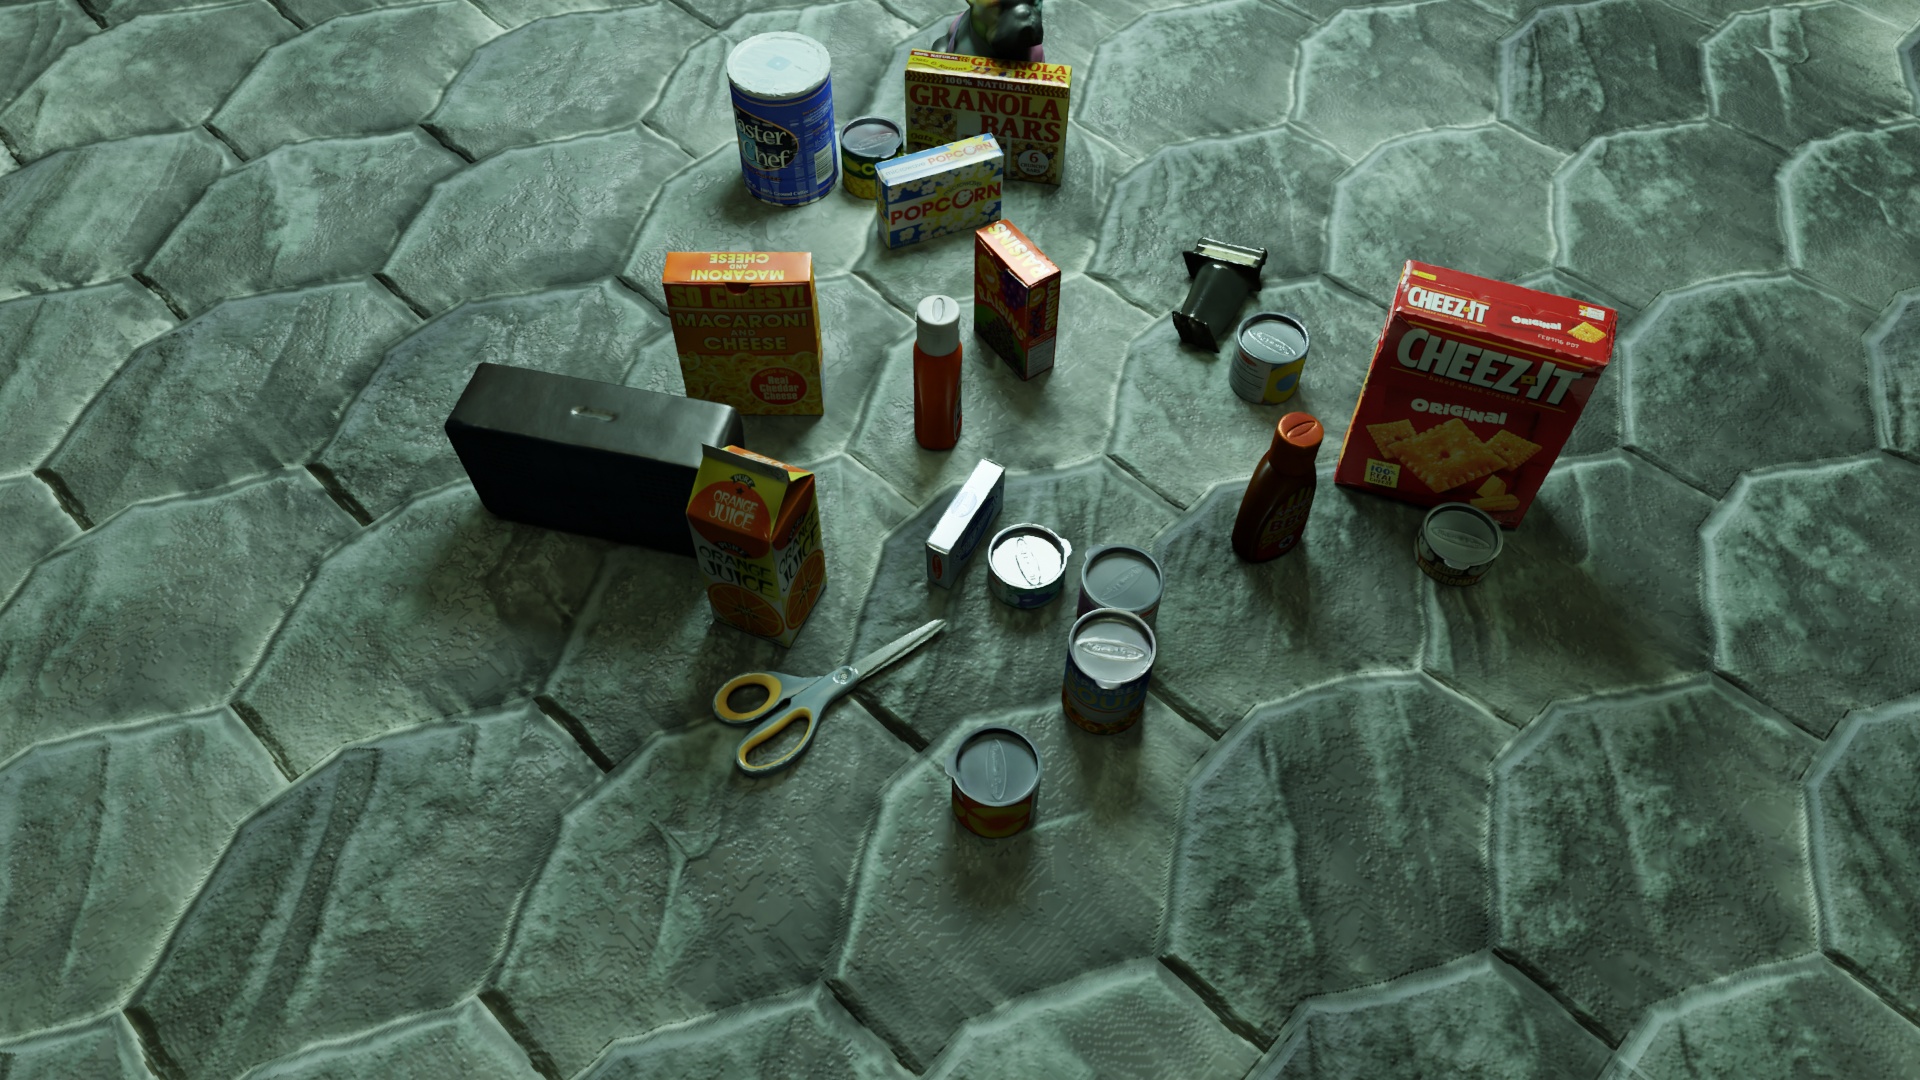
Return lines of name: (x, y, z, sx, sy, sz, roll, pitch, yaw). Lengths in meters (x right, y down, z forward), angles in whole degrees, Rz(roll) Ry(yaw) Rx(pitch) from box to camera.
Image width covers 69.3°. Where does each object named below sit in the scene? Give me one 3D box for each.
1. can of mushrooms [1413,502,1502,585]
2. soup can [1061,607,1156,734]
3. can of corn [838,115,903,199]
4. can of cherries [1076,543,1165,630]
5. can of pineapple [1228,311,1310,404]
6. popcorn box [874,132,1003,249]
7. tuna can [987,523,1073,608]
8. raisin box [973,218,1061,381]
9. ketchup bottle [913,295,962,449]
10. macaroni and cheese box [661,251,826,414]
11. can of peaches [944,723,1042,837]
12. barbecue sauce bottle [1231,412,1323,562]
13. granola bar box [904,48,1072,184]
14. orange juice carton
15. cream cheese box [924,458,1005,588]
can of mushrooms: (0.417, 0.005, 1.169, 0.071, 0.033, 0.071, 0, 54, 0)
soup can: (0.112, 0.104, 1.063, 0.071, 0.083, 0.072, 0, 54, 0)
can of corn: (-0.090, -0.395, 1.440, 0.071, 0.058, 0.071, 0, 54, 0)
can of cherries: (0.127, 0.044, 1.122, 0.071, 0.058, 0.072, 0, 54, 0)
can of pineapple: (0.285, -0.168, 1.279, 0.071, 0.057, 0.071, 0, 54, 0)
popcorn box: (-0.021, -0.349, 1.391, 0.127, 0.084, 0.038, -19, 57, -14)
tuna can: (0.058, 0.021, 1.154, 0.071, 0.032, 0.071, 0, 54, 0)
raisin box: (0.050, -0.220, 1.274, 0.040, 0.122, 0.086, -28, 59, -19)
ketchup bottle: (-0.020, -0.147, 1.204, 0.043, 0.148, 0.065, 2, 54, 1)
macaroni and cheese box: (-0.184, -0.177, 1.213, 0.124, 0.165, 0.040, 0, 54, -1)
can of peaches: (0.024, 0.178, 1.023, 0.071, 0.057, 0.071, 0, 54, 0)
barbecue sauce bottle: (0.262, -0.044, 1.132, 0.065, 0.147, 0.044, -26, 58, -18)
granola bar box: (0.028, -0.435, 1.430, 0.166, 0.123, 0.039, 8, 54, 5)
orange juice carton: (-0.156, -0.005, 1.072, 0.072, 0.191, 0.073, 19, 56, 13)
cream cheese box: (0.004, -0.015, 1.166, 0.024, 0.053, 0.104, 23, 57, 15)
